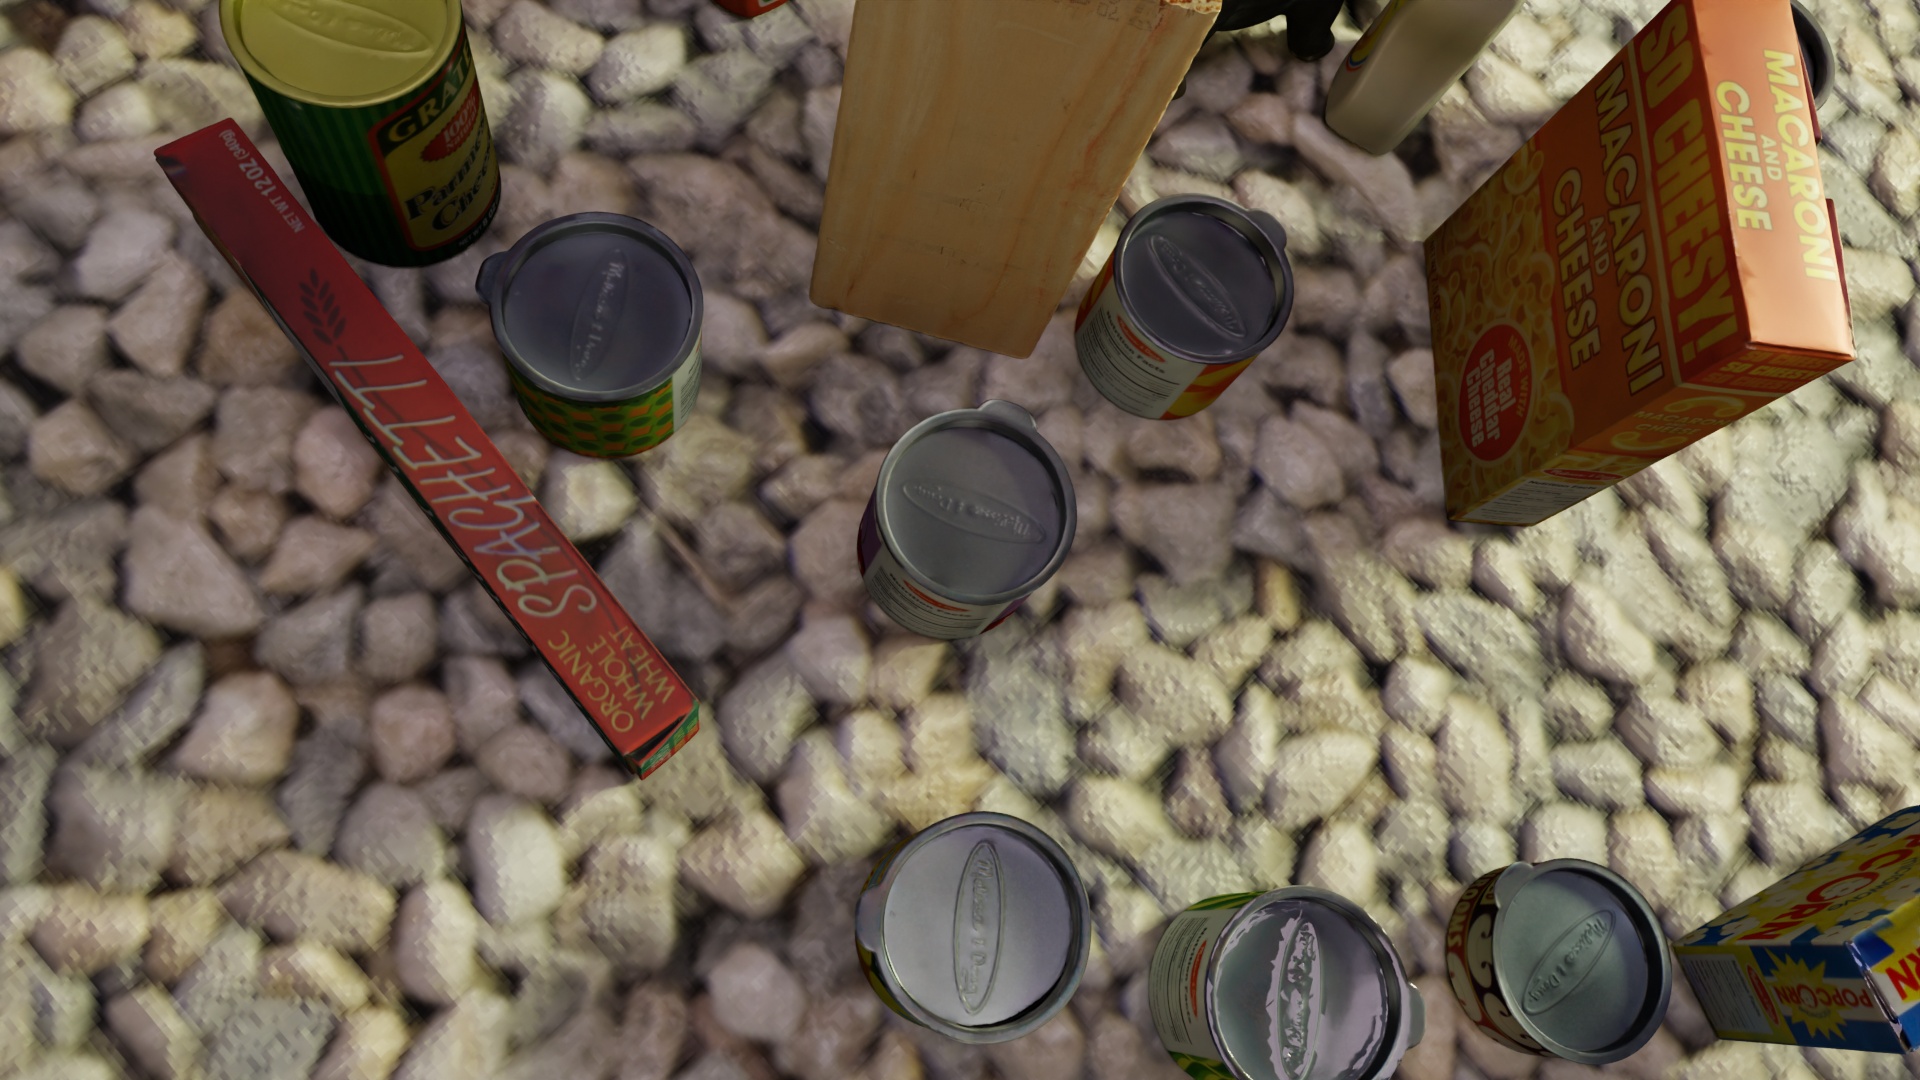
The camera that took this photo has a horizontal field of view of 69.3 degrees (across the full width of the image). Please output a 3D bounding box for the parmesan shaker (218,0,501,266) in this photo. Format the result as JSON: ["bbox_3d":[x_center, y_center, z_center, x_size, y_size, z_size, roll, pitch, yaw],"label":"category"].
[{"bbox_3d":[-0.188,-0.144,0.453,0.071,0.102,0.071,3,73,-10],"label":"parmesan shaker"}]

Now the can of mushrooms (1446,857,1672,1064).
[{"bbox_3d":[0.203,0.142,0.478,0.071,0.033,0.071,3,73,-10],"label":"can of mushrooms"}]

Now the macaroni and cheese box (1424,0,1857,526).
[{"bbox_3d":[0.223,-0.088,0.481,0.040,0.166,0.124,4,73,-10],"label":"macaroni and cheese box"}]

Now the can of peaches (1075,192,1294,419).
[{"bbox_3d":[0.082,-0.086,0.511,0.071,0.058,0.071,3,73,-10],"label":"can of peaches"}]

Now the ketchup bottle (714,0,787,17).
[{"bbox_3d":[-0.066,-0.253,0.486,0.043,0.148,0.065,36,71,1],"label":"ketchup bottle"}]

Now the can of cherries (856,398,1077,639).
[{"bbox_3d":[0.002,-0.006,0.471,0.071,0.058,0.071,3,73,-10],"label":"can of cherries"}]

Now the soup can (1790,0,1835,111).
[{"bbox_3d":[0.294,-0.178,0.566,0.071,0.083,0.071,3,73,-10],"label":"soup can"}]

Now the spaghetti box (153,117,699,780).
[{"bbox_3d":[-0.170,-0.028,0.450,0.029,0.050,0.250,-38,83,-18],"label":"spaghetti box"}]

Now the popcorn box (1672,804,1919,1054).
[{"bbox_3d":[0.327,0.129,0.478,0.127,0.085,0.038,-22,79,-16],"label":"popcorn box"}]

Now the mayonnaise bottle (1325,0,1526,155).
[{"bbox_3d":[0.190,-0.208,0.521,0.041,0.147,0.065,31,71,-1],"label":"mayonnaise bottle"}]

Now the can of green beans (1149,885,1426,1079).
[{"bbox_3d":[0.100,0.146,0.444,0.071,0.057,0.071,3,73,-10],"label":"can of green beans"}]

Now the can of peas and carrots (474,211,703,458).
[{"bbox_3d":[-0.122,-0.067,0.466,0.071,0.058,0.071,3,73,-10],"label":"can of peas and carrots"}]

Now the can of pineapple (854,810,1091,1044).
[{"bbox_3d":[0.000,0.119,0.433,0.071,0.057,0.071,3,73,-10],"label":"can of pineapple"}]
